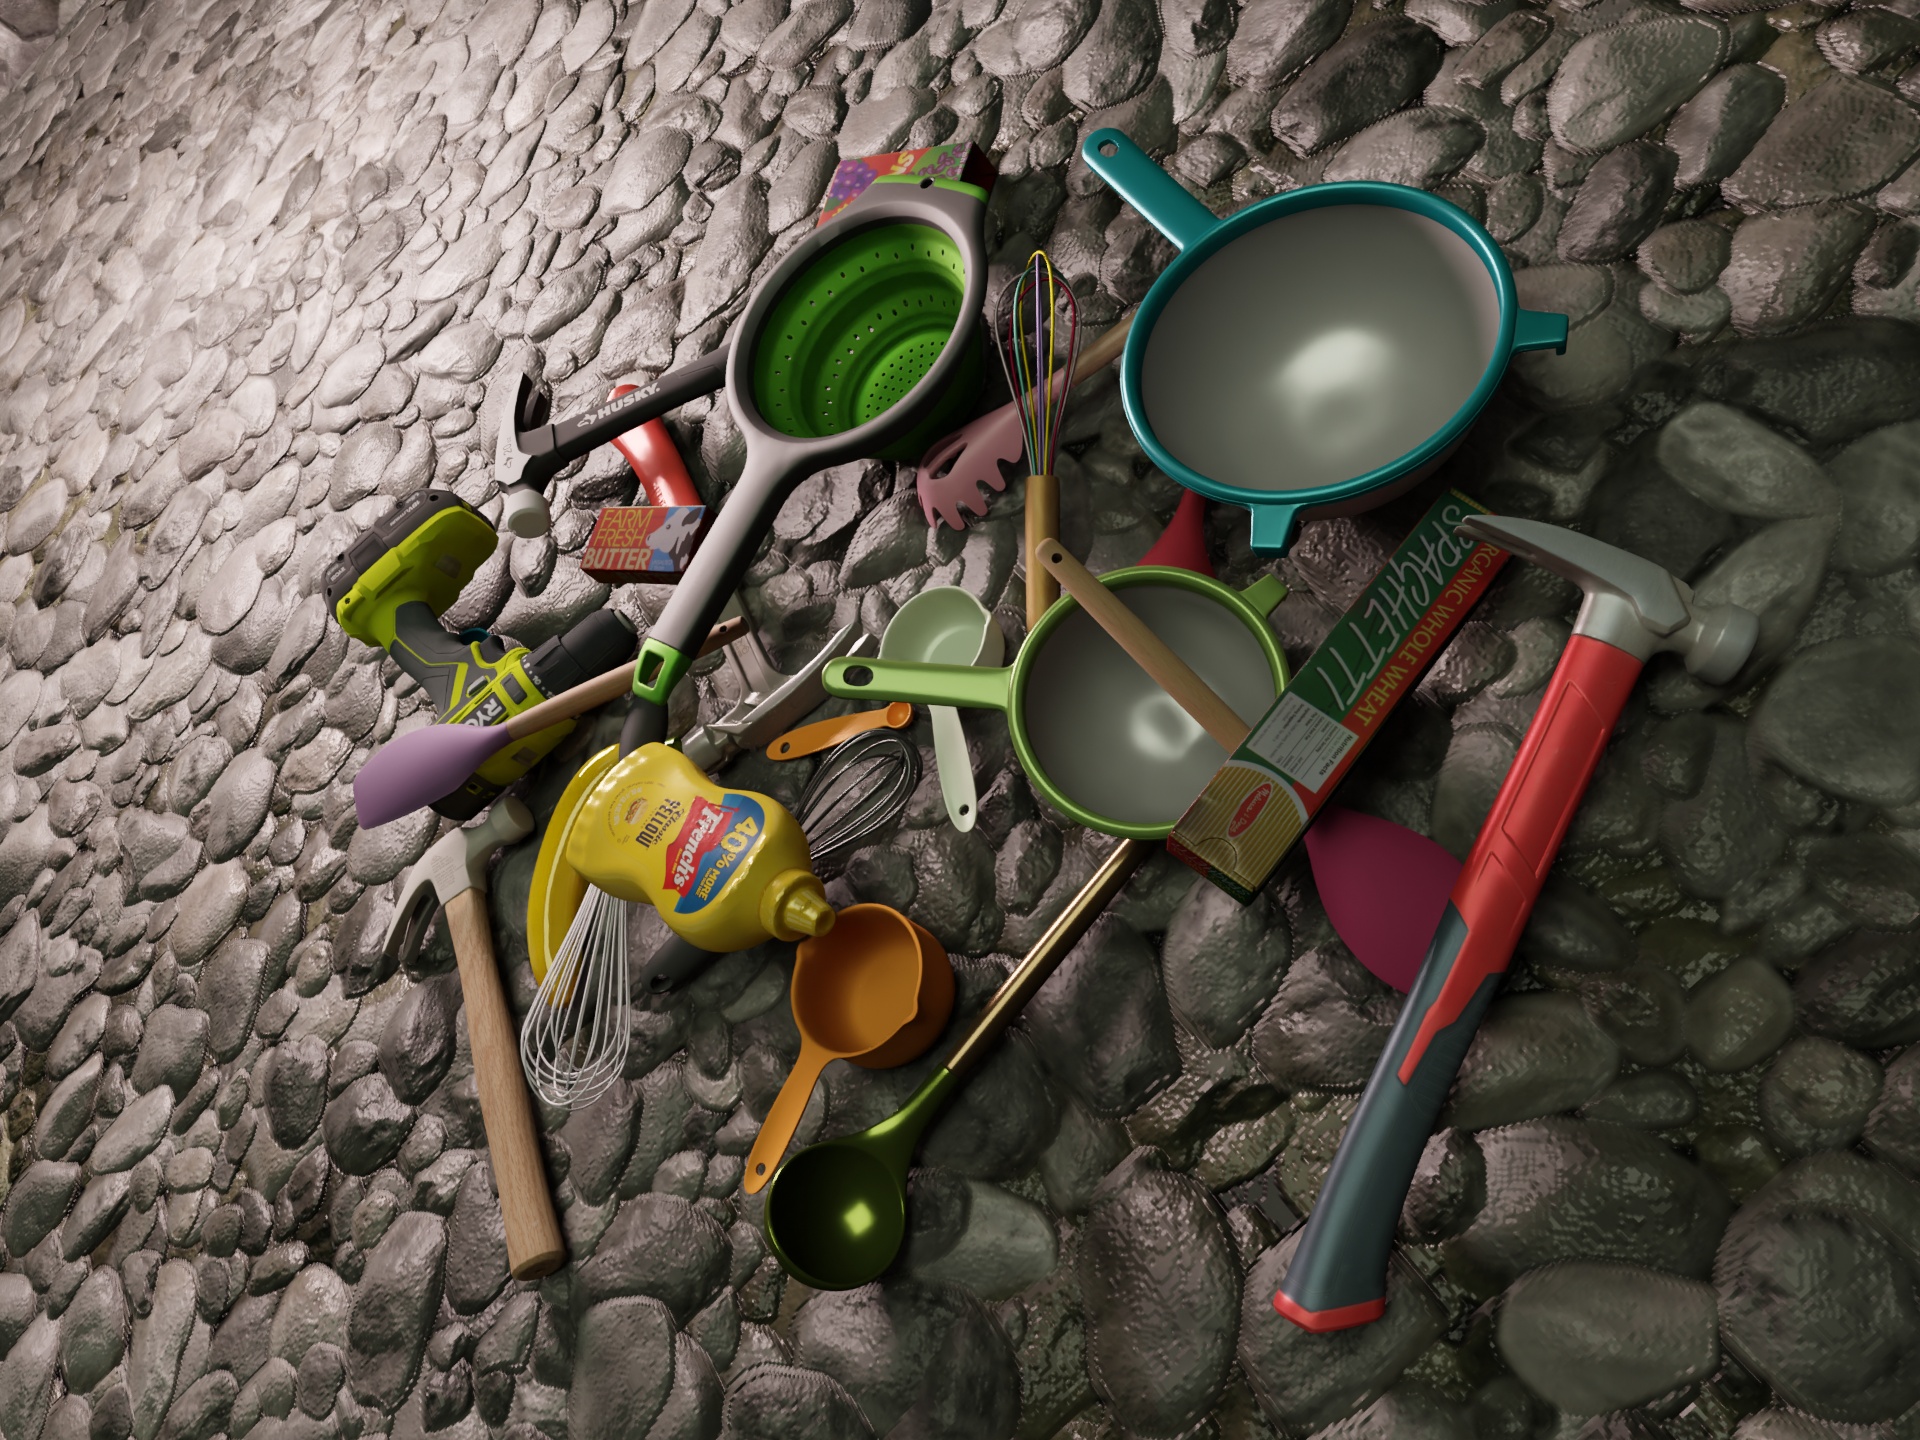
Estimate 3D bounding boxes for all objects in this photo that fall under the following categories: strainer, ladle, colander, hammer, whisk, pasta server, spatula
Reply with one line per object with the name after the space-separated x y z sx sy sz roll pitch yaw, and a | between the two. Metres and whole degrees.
0.053 -0.008 0.879 0.256 0.069 0.151 5 75 14 | strainer
0.174 -0.231 0.920 0.211 0.095 0.341 -37 54 4 | strainer
0.012 0.170 0.856 0.078 0.062 0.320 40 87 2 | ladle
0.154 -0.170 0.954 0.069 0.031 0.315 8 70 34 | ladle
-0.090 -0.173 1.064 0.205 0.094 0.397 23 80 38 | colander
-0.183 -0.131 1.143 0.149 0.036 0.359 -38 53 11 | hammer
-0.227 0.108 1.026 0.070 0.070 0.285 -6 64 30 | whisk
-0.194 -0.257 1.178 0.335 0.035 0.146 -23 53 9 | hammer
0.050 -0.169 0.980 0.047 0.051 0.245 -6 82 41 | whisk
0.094 -0.231 1.011 0.316 0.040 0.060 -35 53 13 | pasta server
-0.313 0.212 1.058 0.130 0.031 0.332 -35 53 13 | hammer
-0.285 -0.005 1.086 0.316 0.018 0.060 -23 67 12 | spatula
-0.116 0.091 0.984 0.239 0.055 0.055 -43 51 12 | whisk
0.225 0.094 0.740 0.143 0.038 0.386 26 85 9 | hammer

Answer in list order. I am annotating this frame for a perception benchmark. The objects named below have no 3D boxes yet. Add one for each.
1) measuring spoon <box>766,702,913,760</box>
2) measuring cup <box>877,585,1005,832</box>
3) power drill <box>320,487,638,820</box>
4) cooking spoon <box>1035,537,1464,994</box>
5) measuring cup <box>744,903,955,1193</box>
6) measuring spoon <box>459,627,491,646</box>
-0.077 0.009 1.024 0.117 0.011 0.021 -16 59 30 | measuring spoon
-0.002 -0.003 0.963 0.083 0.038 0.168 -23 59 22 | measuring cup
-0.356 -0.064 1.177 0.190 0.080 0.229 -42 64 2 | power drill
0.147 0.016 0.807 0.069 0.017 0.319 -44 71 1 | cooking spoon
-0.066 0.190 0.898 0.095 0.052 0.173 23 82 38 | measuring cup
-0.363 -0.011 1.215 0.042 0.021 0.129 -23 65 11 | measuring spoon
